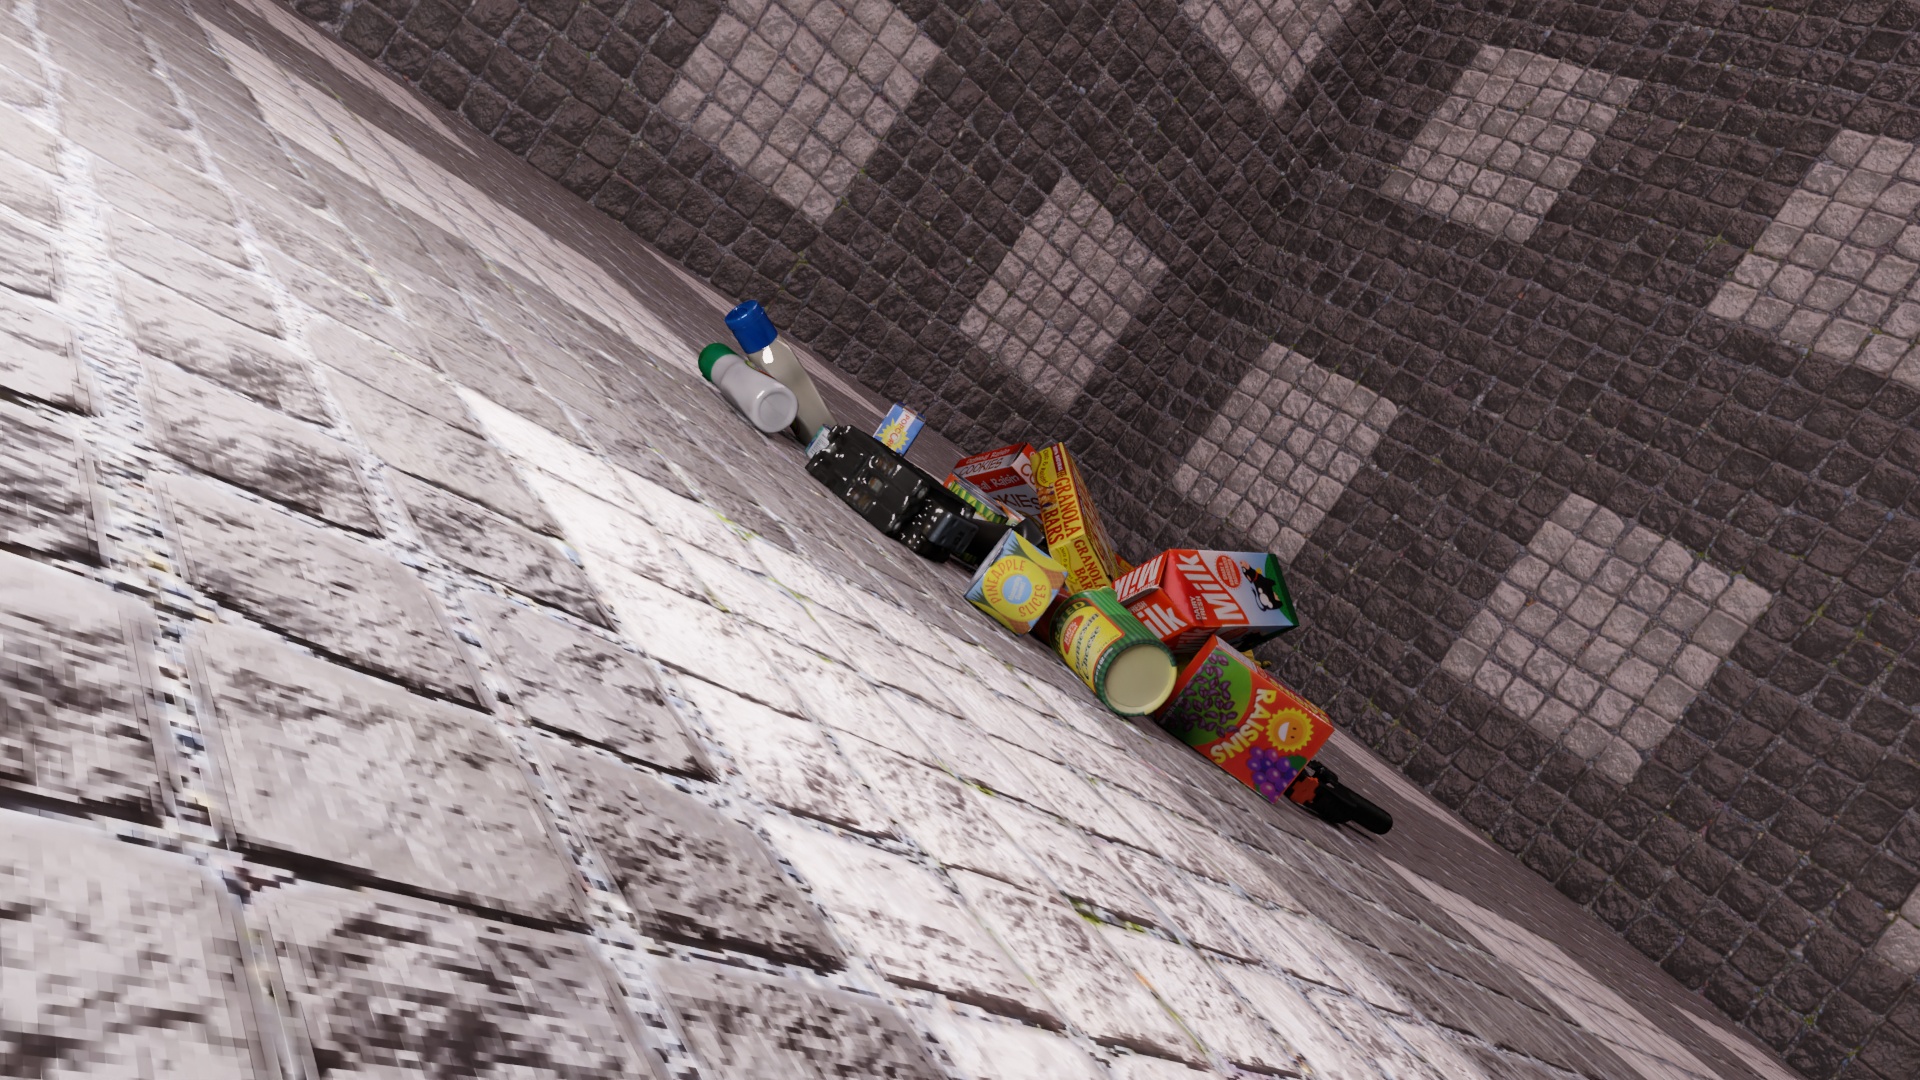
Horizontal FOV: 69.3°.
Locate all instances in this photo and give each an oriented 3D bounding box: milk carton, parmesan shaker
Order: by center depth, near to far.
[{"bbox_3d":[0.120,0.085,1.089,0.071,0.071,0.103,33,5,-26],"label":"parmesan shaker"},{"bbox_3d":[0.203,0.055,1.212,0.191,0.072,0.073,2,64,-40],"label":"milk carton"}]

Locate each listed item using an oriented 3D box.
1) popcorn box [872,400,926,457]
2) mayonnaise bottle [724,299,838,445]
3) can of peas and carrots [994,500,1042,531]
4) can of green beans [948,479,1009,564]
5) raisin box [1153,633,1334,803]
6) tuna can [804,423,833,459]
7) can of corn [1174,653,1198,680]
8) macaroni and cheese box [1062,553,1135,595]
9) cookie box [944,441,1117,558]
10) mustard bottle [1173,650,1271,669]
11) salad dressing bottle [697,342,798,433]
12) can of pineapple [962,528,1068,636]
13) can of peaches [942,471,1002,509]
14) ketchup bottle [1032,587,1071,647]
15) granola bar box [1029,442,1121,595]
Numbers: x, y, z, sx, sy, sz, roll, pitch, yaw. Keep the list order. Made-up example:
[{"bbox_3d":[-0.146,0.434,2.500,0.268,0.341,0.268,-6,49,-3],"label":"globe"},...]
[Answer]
[{"bbox_3d":[-0.074,-0.100,1.451,0.038,0.085,0.127,34,5,-4],"label":"popcorn box"},{"bbox_3d":[-0.171,-0.158,1.321,0.065,0.041,0.147,31,-23,57],"label":"mayonnaise bottle"},{"bbox_3d":[0.050,-0.001,1.494,0.071,0.058,0.071,35,5,-3],"label":"can of peas and carrots"},{"bbox_3d":[0.004,-0.018,1.353,0.071,0.058,0.071,35,5,-3],"label":"can of green beans"},{"bbox_3d":[0.237,0.150,1.165,0.123,0.086,0.040,35,10,-3],"label":"raisin box"},{"bbox_3d":[-0.110,-0.078,1.303,0.071,0.033,0.071,35,5,-3],"label":"tuna can"},{"bbox_3d":[0.215,0.137,1.240,0.071,0.071,0.058,33,4,-29],"label":"can of corn"},{"bbox_3d":[0.160,0.071,1.402,0.124,0.040,0.167,37,21,-1],"label":"macaroni and cheese box"},{"bbox_3d":[0.078,-0.031,1.553,0.167,0.040,0.122,47,-31,-22],"label":"cookie box"},{"bbox_3d":[0.223,0.110,1.301,0.160,0.065,0.048,10,-6,-24],"label":"mustard bottle"},{"bbox_3d":[-0.198,-0.143,1.268,0.064,0.044,0.148,41,-2,-40],"label":"salad dressing bottle"},{"bbox_3d":[0.043,0.034,1.091,0.058,0.071,0.071,35,5,-2],"label":"can of pineapple"},{"bbox_3d":[0.000,-0.031,1.455,0.071,0.058,0.071,35,5,-4],"label":"can of peaches"},{"bbox_3d":[0.071,0.052,1.226,0.064,0.043,0.149,41,3,-18],"label":"ketchup bottle"},{"bbox_3d":[0.112,0.002,1.287,0.166,0.039,0.123,-97,161,-57],"label":"granola bar box"}]
